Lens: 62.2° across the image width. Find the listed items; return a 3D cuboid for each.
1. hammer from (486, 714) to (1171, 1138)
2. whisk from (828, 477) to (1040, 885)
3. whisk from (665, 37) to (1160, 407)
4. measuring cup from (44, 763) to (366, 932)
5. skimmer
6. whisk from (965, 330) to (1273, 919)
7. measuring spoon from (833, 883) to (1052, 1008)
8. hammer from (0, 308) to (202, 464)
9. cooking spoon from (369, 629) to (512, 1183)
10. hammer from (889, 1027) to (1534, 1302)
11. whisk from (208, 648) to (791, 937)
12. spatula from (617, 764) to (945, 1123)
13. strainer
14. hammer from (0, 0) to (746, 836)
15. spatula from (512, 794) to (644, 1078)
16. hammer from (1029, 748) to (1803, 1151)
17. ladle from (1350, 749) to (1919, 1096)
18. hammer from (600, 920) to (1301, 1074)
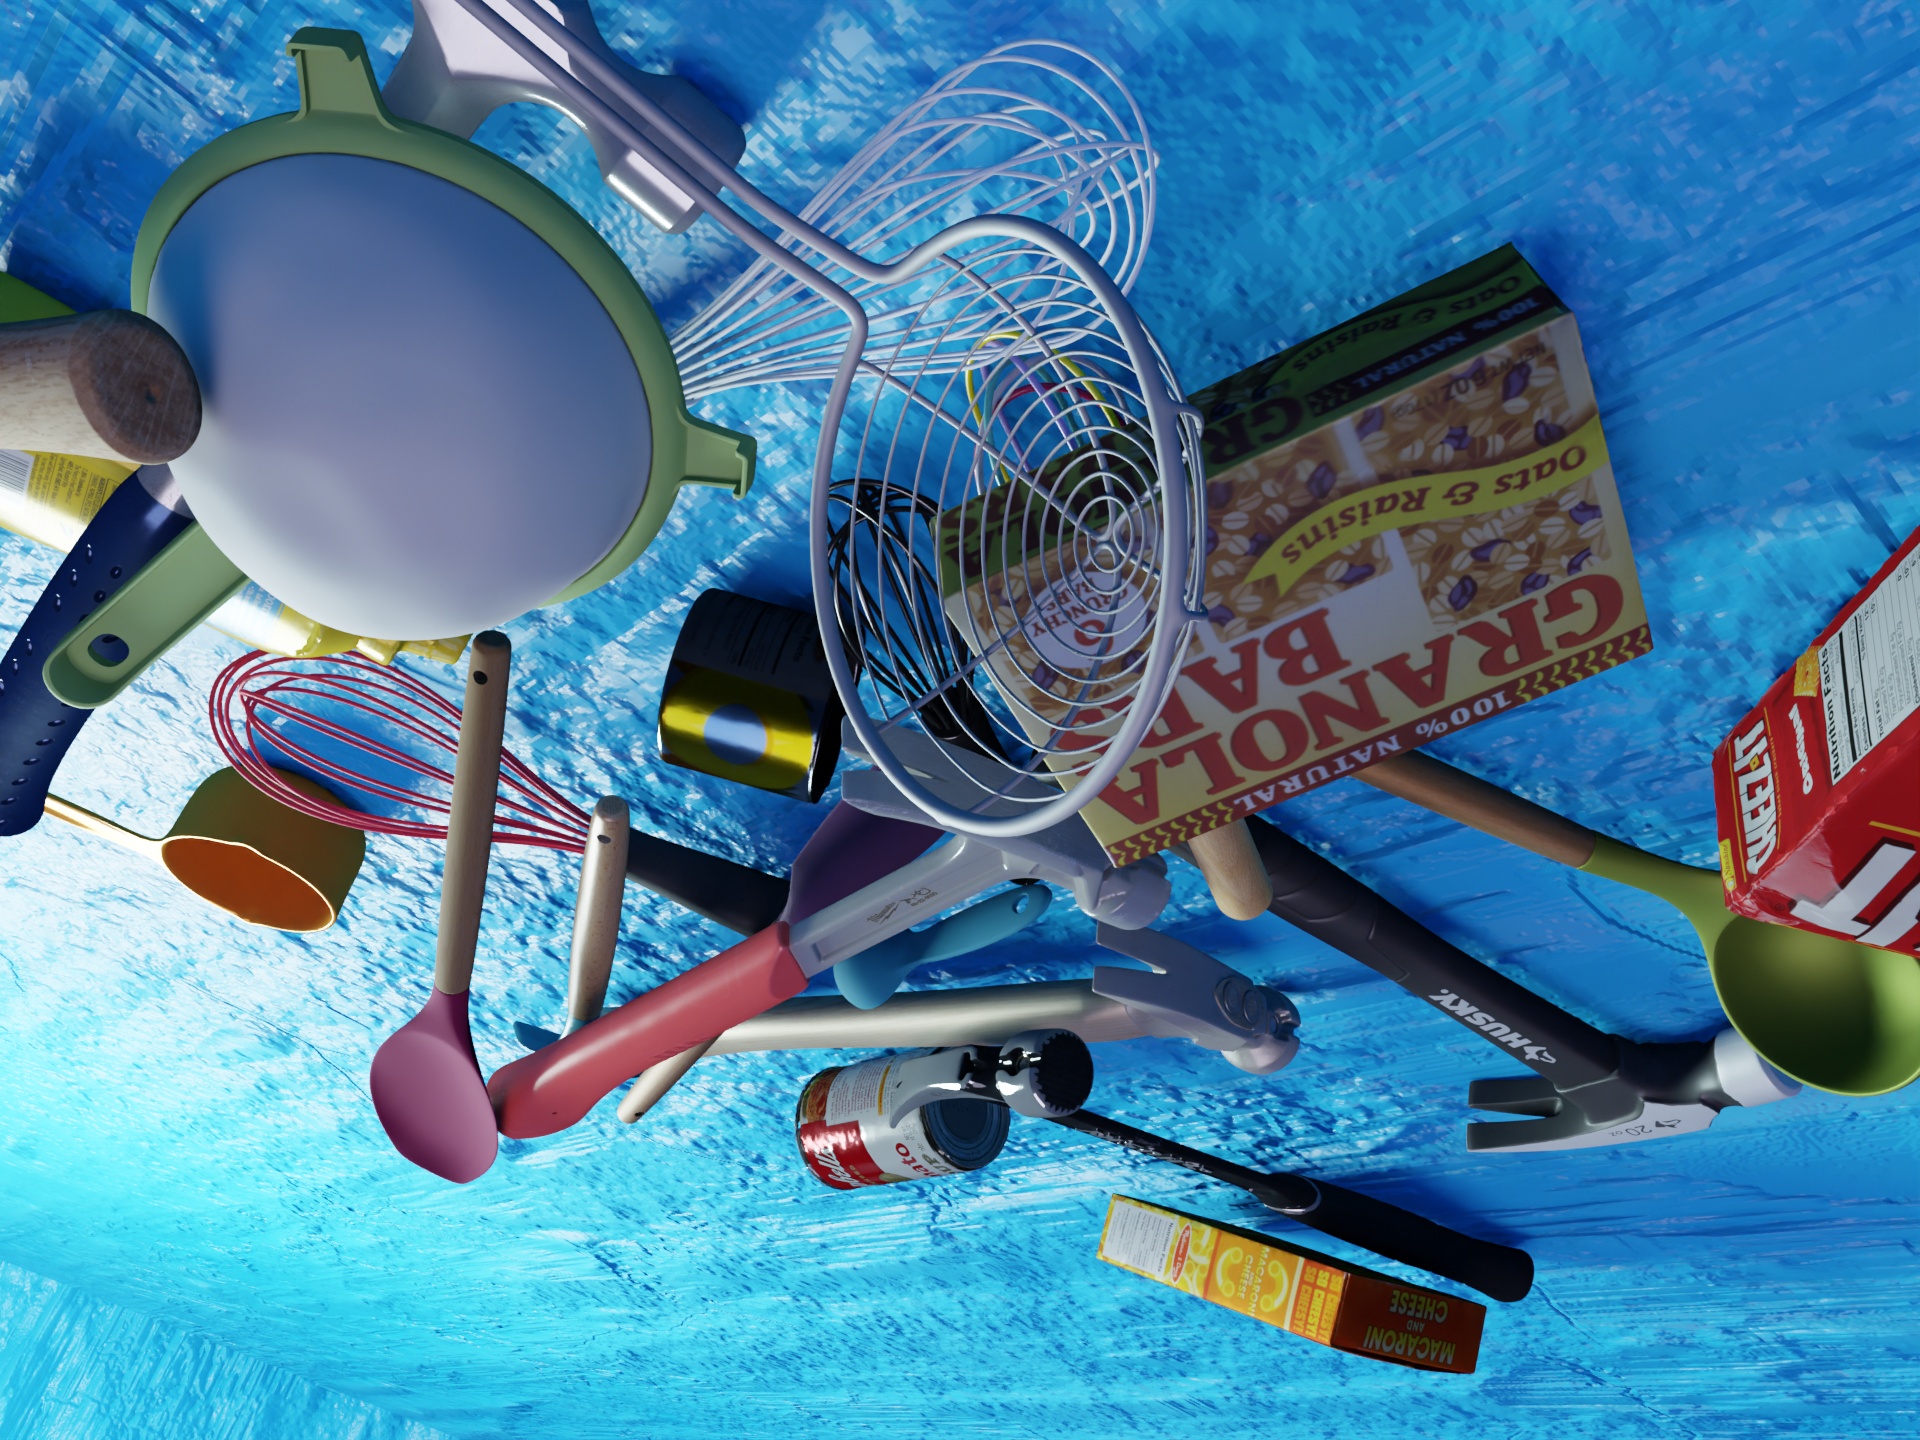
[{"bbox_3d":[-0.097,0.104,0.637,0.149,0.037,0.359,25,139,-37],"label":"hammer"},{"bbox_3d":[0.000,-0.002,0.571,0.055,0.055,0.238,2,147,19],"label":"whisk"},{"bbox_3d":[-0.063,-0.107,0.445,0.284,0.070,0.070,-12,137,41],"label":"whisk"},{"bbox_3d":[-0.376,0.044,0.775,0.173,0.052,0.095,24,144,-8],"label":"measuring cup"},{"bbox_3d":[-0.096,-0.124,0.324,0.363,0.090,0.127,40,137,-6],"label":"skimmer"},{"bbox_3d":[0.059,-0.017,0.501,0.047,0.051,0.244,-11,130,22],"label":"whisk"},{"bbox_3d":[-0.013,0.088,0.669,0.021,0.042,0.128,30,140,-32],"label":"measuring spoon"},{"bbox_3d":[-0.315,-0.093,0.454,0.331,0.031,0.130,9,131,35],"label":"hammer"},{"bbox_3d":[-0.212,0.093,0.673,0.069,0.017,0.318,24,126,7],"label":"cooking spoon"},{"bbox_3d":[0.146,0.233,0.795,0.408,0.036,0.149,27,152,-29],"label":"hammer"},{"bbox_3d":[-0.175,0.044,0.691,0.295,0.073,0.073,26,144,-23],"label":"whisk"},{"bbox_3d":[-0.086,0.107,0.713,0.059,0.018,0.315,8,139,-35],"label":"spatula"},{"bbox_3d":[-0.192,-0.050,0.435,0.256,0.069,0.151,-29,122,28],"label":"strainer"},{"bbox_3d":[-0.240,-0.080,0.487,0.144,0.035,0.405,36,126,-23],"label":"hammer"},{"bbox_3d":[-0.166,0.109,0.721,0.082,0.044,0.317,20,144,-4],"label":"spatula"},{"bbox_3d":[0.167,0.090,0.636,0.334,0.035,0.146,31,142,-20],"label":"hammer"},{"bbox_3d":[0.191,0.044,0.546,0.320,0.062,0.078,23,140,-5],"label":"ladle"},{"bbox_3d":[-0.053,0.144,0.775,0.411,0.038,0.146,-11,152,36],"label":"hammer"}]
